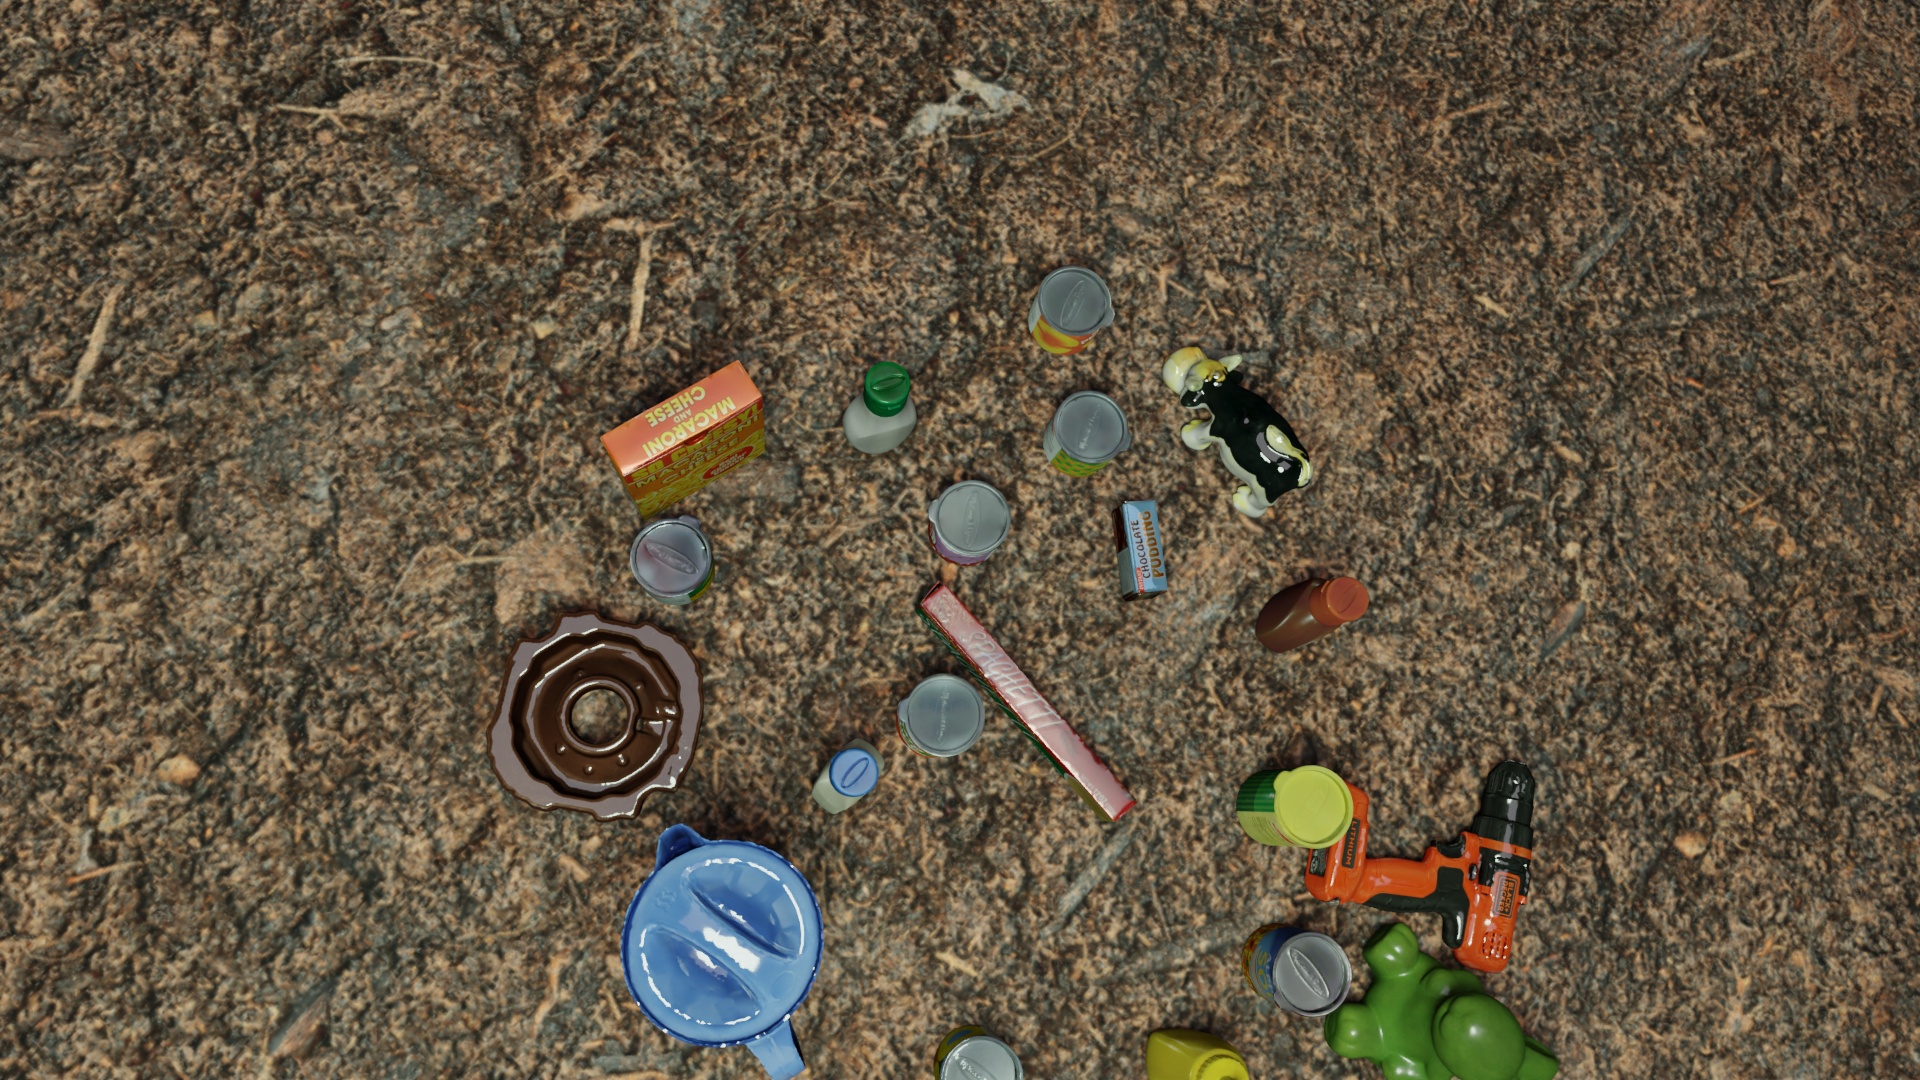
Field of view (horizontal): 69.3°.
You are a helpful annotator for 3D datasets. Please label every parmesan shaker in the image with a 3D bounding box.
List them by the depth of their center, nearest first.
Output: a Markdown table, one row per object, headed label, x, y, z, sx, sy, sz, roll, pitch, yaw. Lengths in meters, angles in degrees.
| label | x | y | z | sx | sy | sz | roll | pitch | yaw |
| --- | --- | --- | --- | --- | --- | --- | --- | --- | --- |
| parmesan shaker | 0.277 | 0.222 | 1.172 | 0.071 | 0.103 | 0.071 | 1 | 79 | -7 |

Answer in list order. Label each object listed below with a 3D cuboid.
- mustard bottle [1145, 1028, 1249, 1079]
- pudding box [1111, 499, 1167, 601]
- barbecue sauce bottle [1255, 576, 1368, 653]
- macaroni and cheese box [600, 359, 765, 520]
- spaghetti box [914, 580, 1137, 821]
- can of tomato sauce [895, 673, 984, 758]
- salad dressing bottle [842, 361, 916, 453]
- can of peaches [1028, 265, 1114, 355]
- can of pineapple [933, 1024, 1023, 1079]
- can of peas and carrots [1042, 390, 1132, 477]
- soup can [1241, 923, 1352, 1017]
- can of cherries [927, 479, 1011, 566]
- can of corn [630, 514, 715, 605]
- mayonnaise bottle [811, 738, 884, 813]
| label | x | y | z | sx | sy | sz | roll | pitch | yaw |
| --- | --- | --- | --- | --- | --- | --- | --- | --- | --- |
| mustard bottle | 0.192 | 0.418 | 1.092 | 0.065 | 0.160 | 0.049 | 5 | 79 | -6 |
| pudding box | 0.157 | 0.009 | 1.226 | 0.030 | 0.049 | 0.084 | -5 | 80 | -8 |
| barbecue sauce bottle | 0.300 | 0.059 | 1.184 | 0.043 | 0.148 | 0.065 | 38 | 77 | 1 |
| macaroni and cheese box | -0.221 | -0.078 | 1.133 | 0.124 | 0.166 | 0.040 | -32 | 85 | -12 |
| spaghetti box | 0.053 | 0.138 | 1.186 | 0.029 | 0.050 | 0.250 | -41 | 87 | -13 |
| can of tomato sauce | -0.020 | 0.148 | 1.157 | 0.071 | 0.083 | 0.071 | 1 | 79 | -7 |
| salad dressing bottle | -0.066 | -0.112 | 1.170 | 0.064 | 0.147 | 0.044 | -17 | 82 | -10 |
| can of peaches | 0.100 | -0.206 | 1.256 | 0.071 | 0.058 | 0.071 | 1 | 79 | -7 |
| can of pineapple | 0.012 | 0.430 | 1.119 | 0.071 | 0.057 | 0.071 | 1 | 79 | -7 |
| can of peas and carrots | 0.113 | -0.093 | 1.235 | 0.071 | 0.058 | 0.071 | 1 | 79 | -7 |
| soup can | 0.275 | 0.357 | 1.155 | 0.071 | 0.083 | 0.071 | 1 | 79 | -7 |
| can of cherries | 0.004 | -0.015 | 1.206 | 0.071 | 0.058 | 0.071 | 1 | 79 | -7 |
| can of corn | -0.239 | 0.017 | 1.167 | 0.071 | 0.058 | 0.071 | 1 | 79 | -7 |
| mayonnaise bottle | -0.088 | 0.187 | 1.107 | 0.041 | 0.147 | 0.065 | 42 | 77 | 2 |
